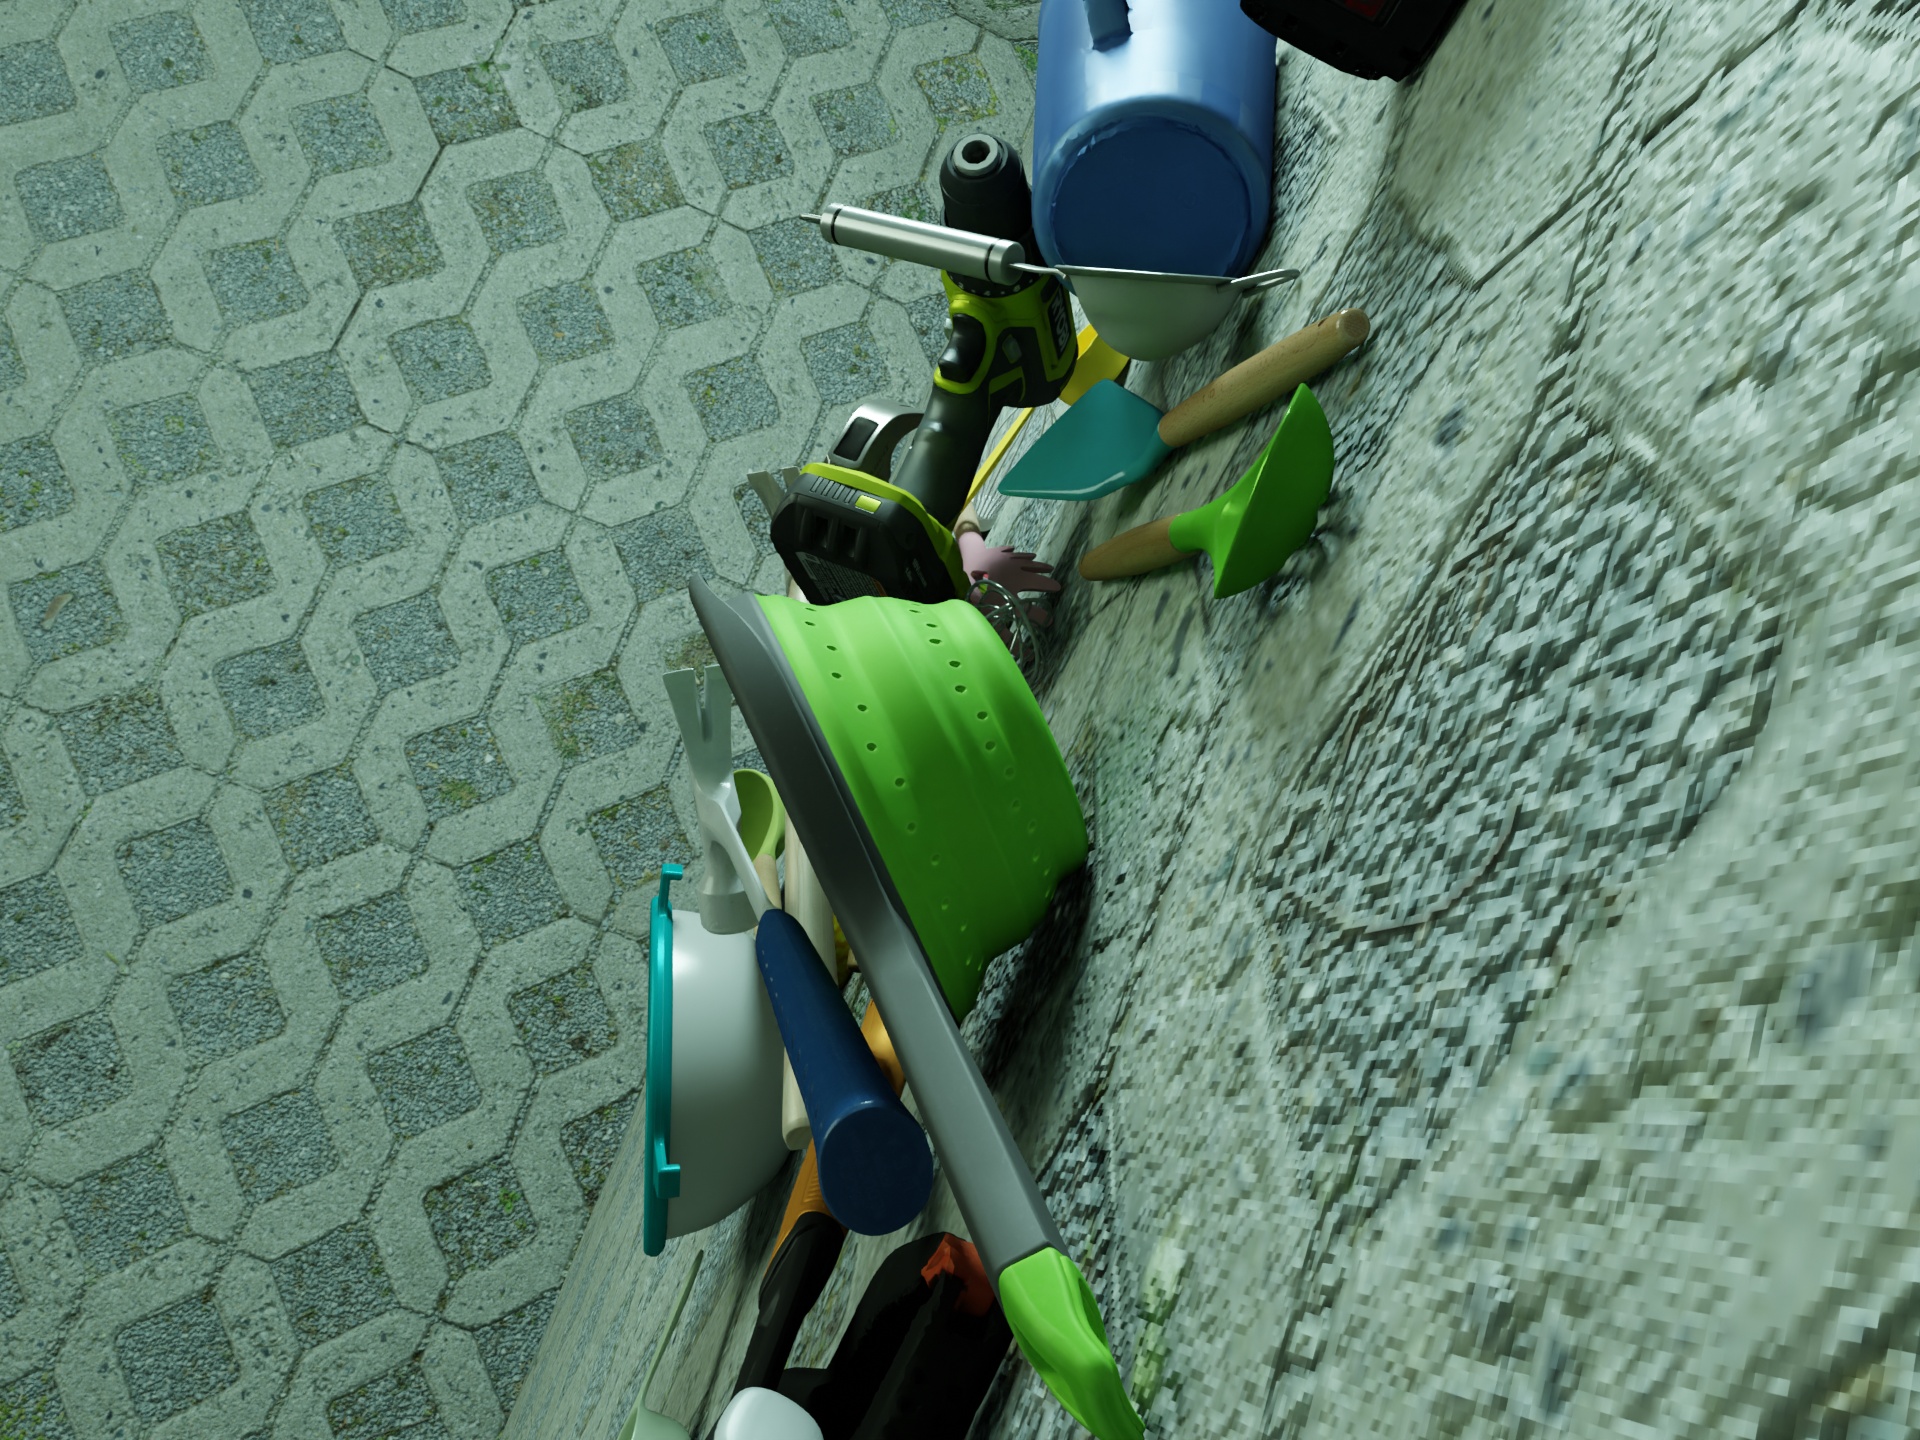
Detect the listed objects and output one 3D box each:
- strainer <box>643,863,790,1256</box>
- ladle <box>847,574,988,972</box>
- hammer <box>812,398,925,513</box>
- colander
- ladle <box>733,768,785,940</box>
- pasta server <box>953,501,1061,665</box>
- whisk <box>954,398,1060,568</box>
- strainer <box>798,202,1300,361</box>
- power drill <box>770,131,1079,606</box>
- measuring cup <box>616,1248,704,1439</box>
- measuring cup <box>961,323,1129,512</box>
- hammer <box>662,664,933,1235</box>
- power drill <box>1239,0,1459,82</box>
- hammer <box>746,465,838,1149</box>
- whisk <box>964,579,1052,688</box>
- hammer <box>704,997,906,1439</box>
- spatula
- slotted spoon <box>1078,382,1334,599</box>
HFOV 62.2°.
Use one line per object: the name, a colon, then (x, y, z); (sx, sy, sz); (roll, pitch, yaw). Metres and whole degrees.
strainer: (-0.153, 0.245, 1.015); (0.340, 0.095, 0.211); (107, 161, -57)
ladle: (-0.025, 0.019, 1.037); (0.069, 0.031, 0.316); (126, 163, -59)
hammer: (-0.046, -0.089, 1.025); (0.130, 0.031, 0.331); (-62, -14, -19)
colander: (0.008, 0.055, 0.516); (0.094, 0.204, 0.397); (-25, 29, -5)
ladle: (-0.136, 0.094, 1.018); (0.078, 0.062, 0.320); (-65, 11, 5)
pasta server: (0.010, -0.116, 0.983); (0.316, 0.040, 0.060); (-103, 37, -64)
whisk: (0.023, -0.164, 1.126); (0.284, 0.070, 0.070); (120, 170, -64)
strainer: (0.027, -0.199, 0.705); (0.087, 0.259, 0.050); (-14, -59, -54)
power drill: (-0.010, -0.167, 0.823); (0.228, 0.080, 0.190); (-65, -17, -14)
measuring cup: (-0.161, 0.381, 0.886); (0.083, 0.038, 0.168); (124, 168, -52)
measuring cup: (0.049, -0.175, 0.960); (0.156, 0.029, 0.062); (-53, 15, 4)
hammer: (-0.078, 0.080, 0.648); (0.406, 0.035, 0.144); (-141, 42, -70)
power drill: (0.183, -0.371, 0.619); (0.187, 0.080, 0.227); (-58, 9, 43)
hammer: (-0.089, 0.039, 0.902); (0.146, 0.038, 0.411); (75, -173, -51)
whisk: (-0.001, -0.003, 0.880); (0.058, 0.059, 0.246); (-28, -16, -27)
hammer: (-0.054, 0.186, 0.565); (0.127, 0.034, 0.337); (-58, 2, 19)
spatula: (0.089, -0.133, 0.663); (0.082, 0.044, 0.317); (-46, 8, -8)
slotted spoon: (0.082, -0.071, 0.610); (0.314, 0.031, 0.070); (-171, 104, -83)
